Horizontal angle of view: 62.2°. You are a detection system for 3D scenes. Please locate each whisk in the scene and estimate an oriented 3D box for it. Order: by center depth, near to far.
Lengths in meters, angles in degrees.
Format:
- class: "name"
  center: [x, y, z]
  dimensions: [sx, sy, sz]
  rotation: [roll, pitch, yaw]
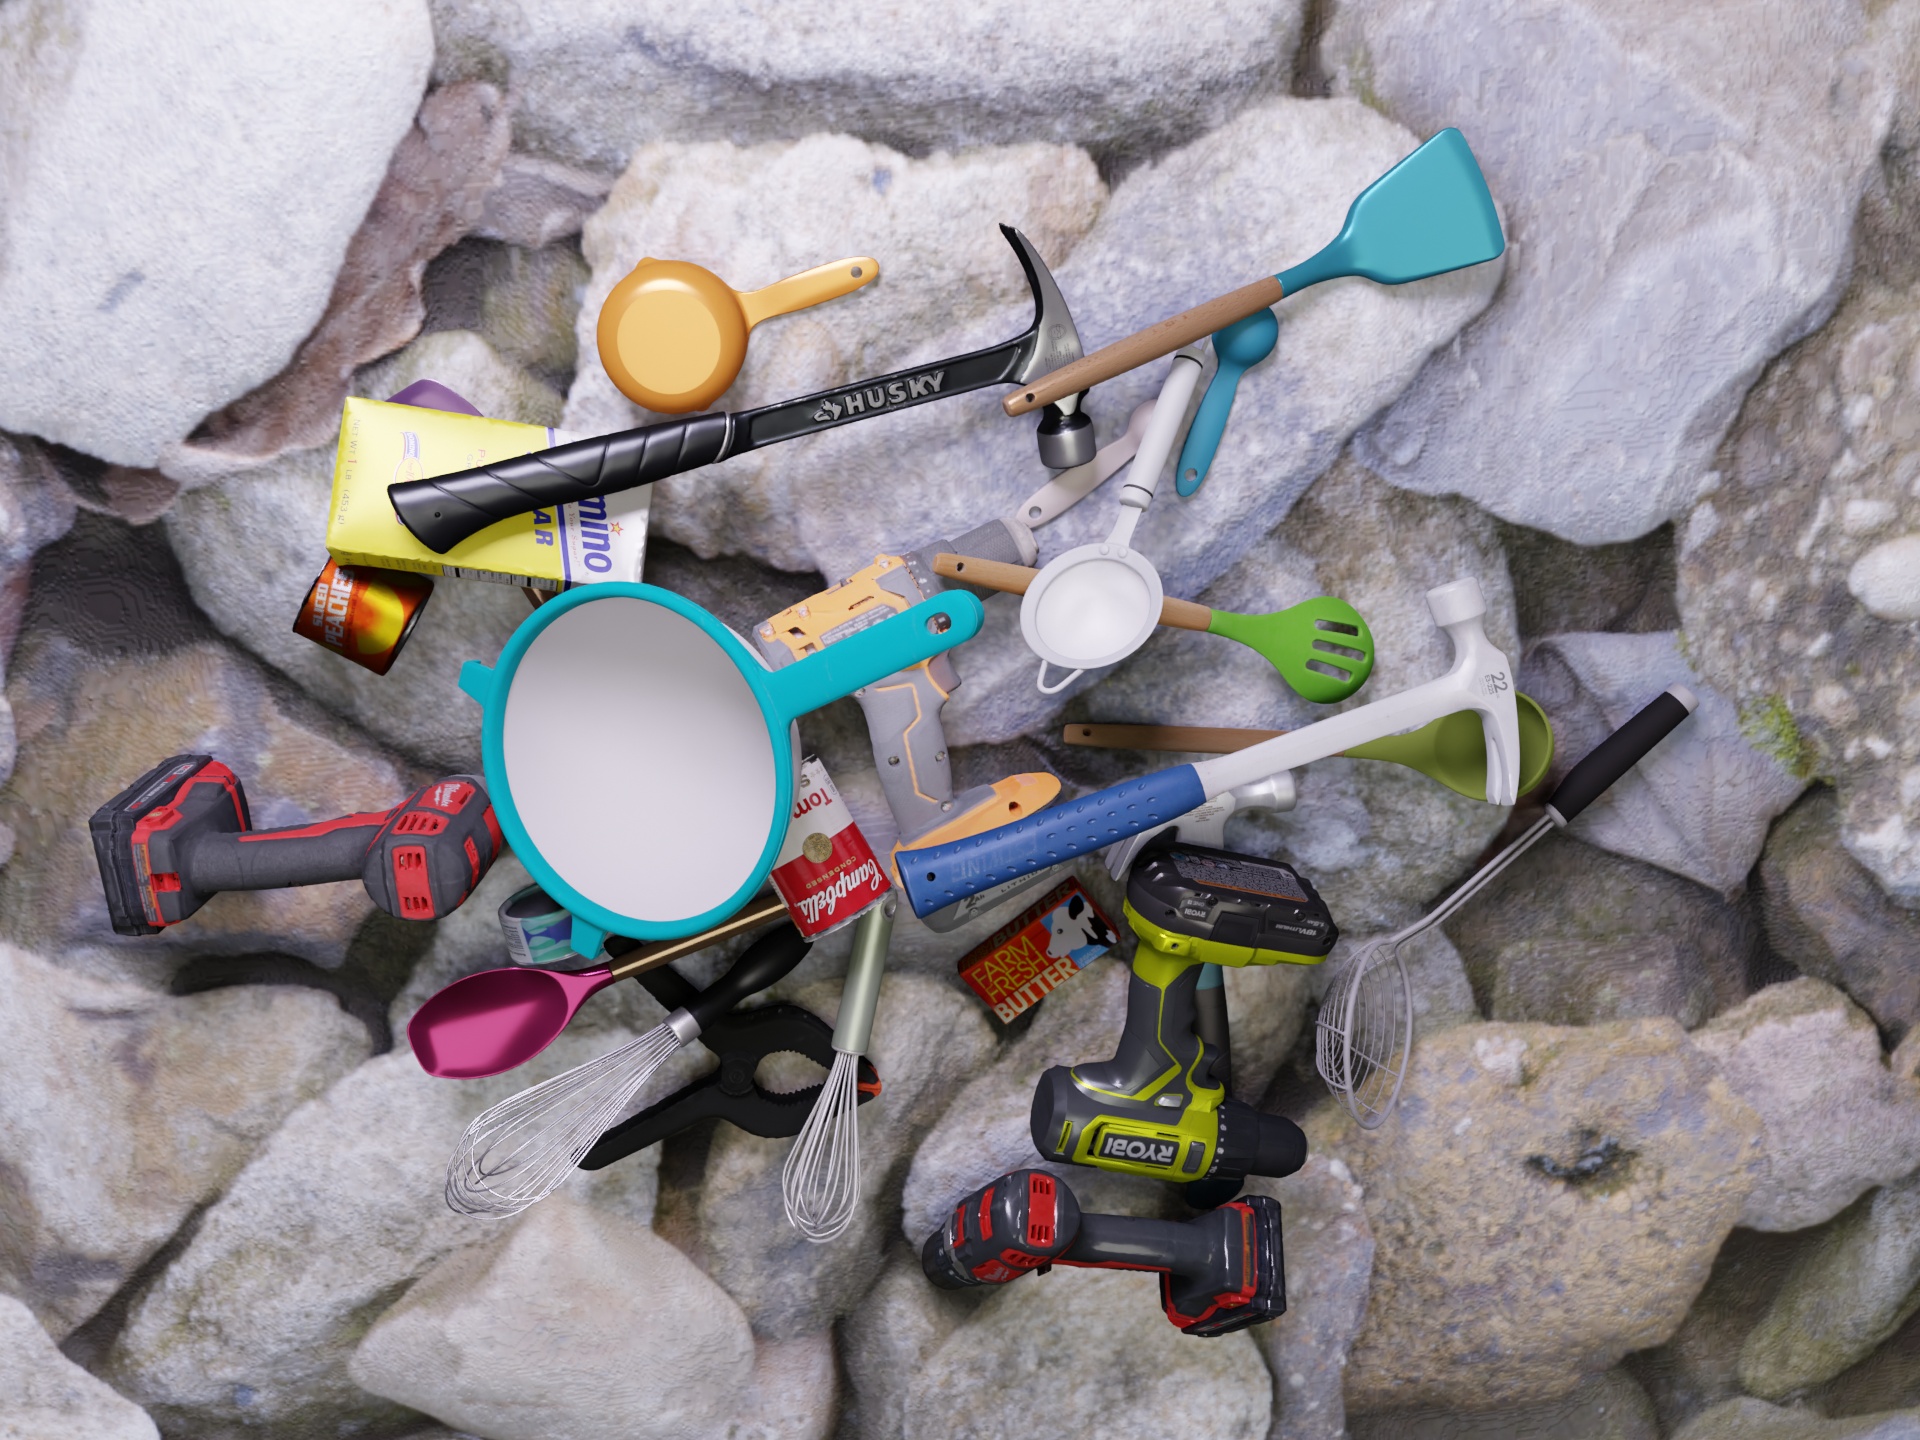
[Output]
- class: "whisk"
  center: [-0.204, 0.217, 1.018]
  dimensions: [0.284, 0.070, 0.070]
  rotation: [-36, 111, -26]
- class: "whisk"
  center: [-0.077, 0.228, 1.066]
  dimensions: [0.059, 0.057, 0.246]
  rotation: [10, 88, 32]

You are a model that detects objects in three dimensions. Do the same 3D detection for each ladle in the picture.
- class: "ladle"
  center: [0.229, 0.012, 1.048]
  dimensions: [0.320, 0.062, 0.078]
  rotation: [3, 71, -3]

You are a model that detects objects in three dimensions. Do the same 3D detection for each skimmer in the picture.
- class: "skimmer"
  center: [0.379, 0.125, 1.081]
  dimensions: [0.363, 0.090, 0.127]
  rotation: [-44, 139, 6]

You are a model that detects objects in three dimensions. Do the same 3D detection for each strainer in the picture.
- class: "strainer"
  center: [-0.121, -0.005, 0.925]
  dimensions: [0.340, 0.095, 0.211]
  rotation: [-23, 90, 24]
- class: "strainer"
  center: [0.104, -0.125, 0.954]
  dimensions: [0.087, 0.050, 0.258]
  rotation: [16, 77, 27]

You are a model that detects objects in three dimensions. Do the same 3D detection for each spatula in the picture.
- class: "spatula"
  center: [0.169, -0.251, 0.943]
  dimensions: [0.317, 0.044, 0.082]
  rotation: [-26, 98, -9]
- class: "spatula"
  center: [-0.252, -0.069, 0.992]
  dimensions: [0.060, 0.018, 0.315]
  rotation: [-30, 108, 2]

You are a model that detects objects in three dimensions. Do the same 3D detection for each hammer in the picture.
- class: "hammer"
  center: [-0.120, -0.172, 0.915]
  dimensions: [0.409, 0.036, 0.149]
  rotation: [-17, 116, -12]
- class: "hammer"
  center: [0.159, 0.041, 0.982]
  dimensions: [0.405, 0.035, 0.144]
  rotation: [-19, 90, -8]
- class: "hammer"
  center: [0.172, 0.195, 1.113]
  dimensions: [0.128, 0.033, 0.330]
  rotation: [-7, 109, -4]

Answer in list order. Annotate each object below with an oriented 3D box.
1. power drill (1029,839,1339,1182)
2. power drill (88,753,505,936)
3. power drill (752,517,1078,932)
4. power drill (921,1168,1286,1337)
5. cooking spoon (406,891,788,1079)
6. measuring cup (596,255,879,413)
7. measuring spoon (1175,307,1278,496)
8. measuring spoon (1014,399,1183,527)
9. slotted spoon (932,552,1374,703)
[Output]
- class: "power drill"
  center: [0.165, 0.206, 1.059]
  dimensions: [0.190, 0.080, 0.228]
  rotation: [11, 109, -11]
- class: "power drill"
  center: [-0.389, 0.070, 0.966]
  dimensions: [0.219, 0.143, 0.078]
  rotation: [-1, 110, 2]
- class: "power drill"
  center: [-0.002, -0.003, 1.008]
  dimensions: [0.185, 0.084, 0.226]
  rotation: [-28, 104, -5]
- class: "power drill"
  center: [0.093, 0.375, 1.115]
  dimensions: [0.226, 0.080, 0.187]
  rotation: [14, 147, -17]
- class: "cooking spoon"
  center: [-0.204, 0.155, 1.044]
  dimensions: [0.319, 0.017, 0.068]
  rotation: [-21, 102, -8]
- class: "measuring cup"
  center: [-0.129, -0.237, 0.930]
  dimensions: [0.173, 0.052, 0.095]
  rotation: [-19, 109, 3]
- class: "measuring spoon"
  center: [0.163, -0.199, 0.988]
  dimensions: [0.042, 0.021, 0.128]
  rotation: [17, 104, -11]
- class: "measuring spoon"
  center: [0.086, -0.157, 0.996]
  dimensions: [0.124, 0.018, 0.034]
  rotation: [-35, 108, 7]
- class: "slotted spoon"
  center: [0.131, -0.066, 0.996]
  dimensions: [0.313, 0.031, 0.070]
  rotation: [11, 89, -18]
